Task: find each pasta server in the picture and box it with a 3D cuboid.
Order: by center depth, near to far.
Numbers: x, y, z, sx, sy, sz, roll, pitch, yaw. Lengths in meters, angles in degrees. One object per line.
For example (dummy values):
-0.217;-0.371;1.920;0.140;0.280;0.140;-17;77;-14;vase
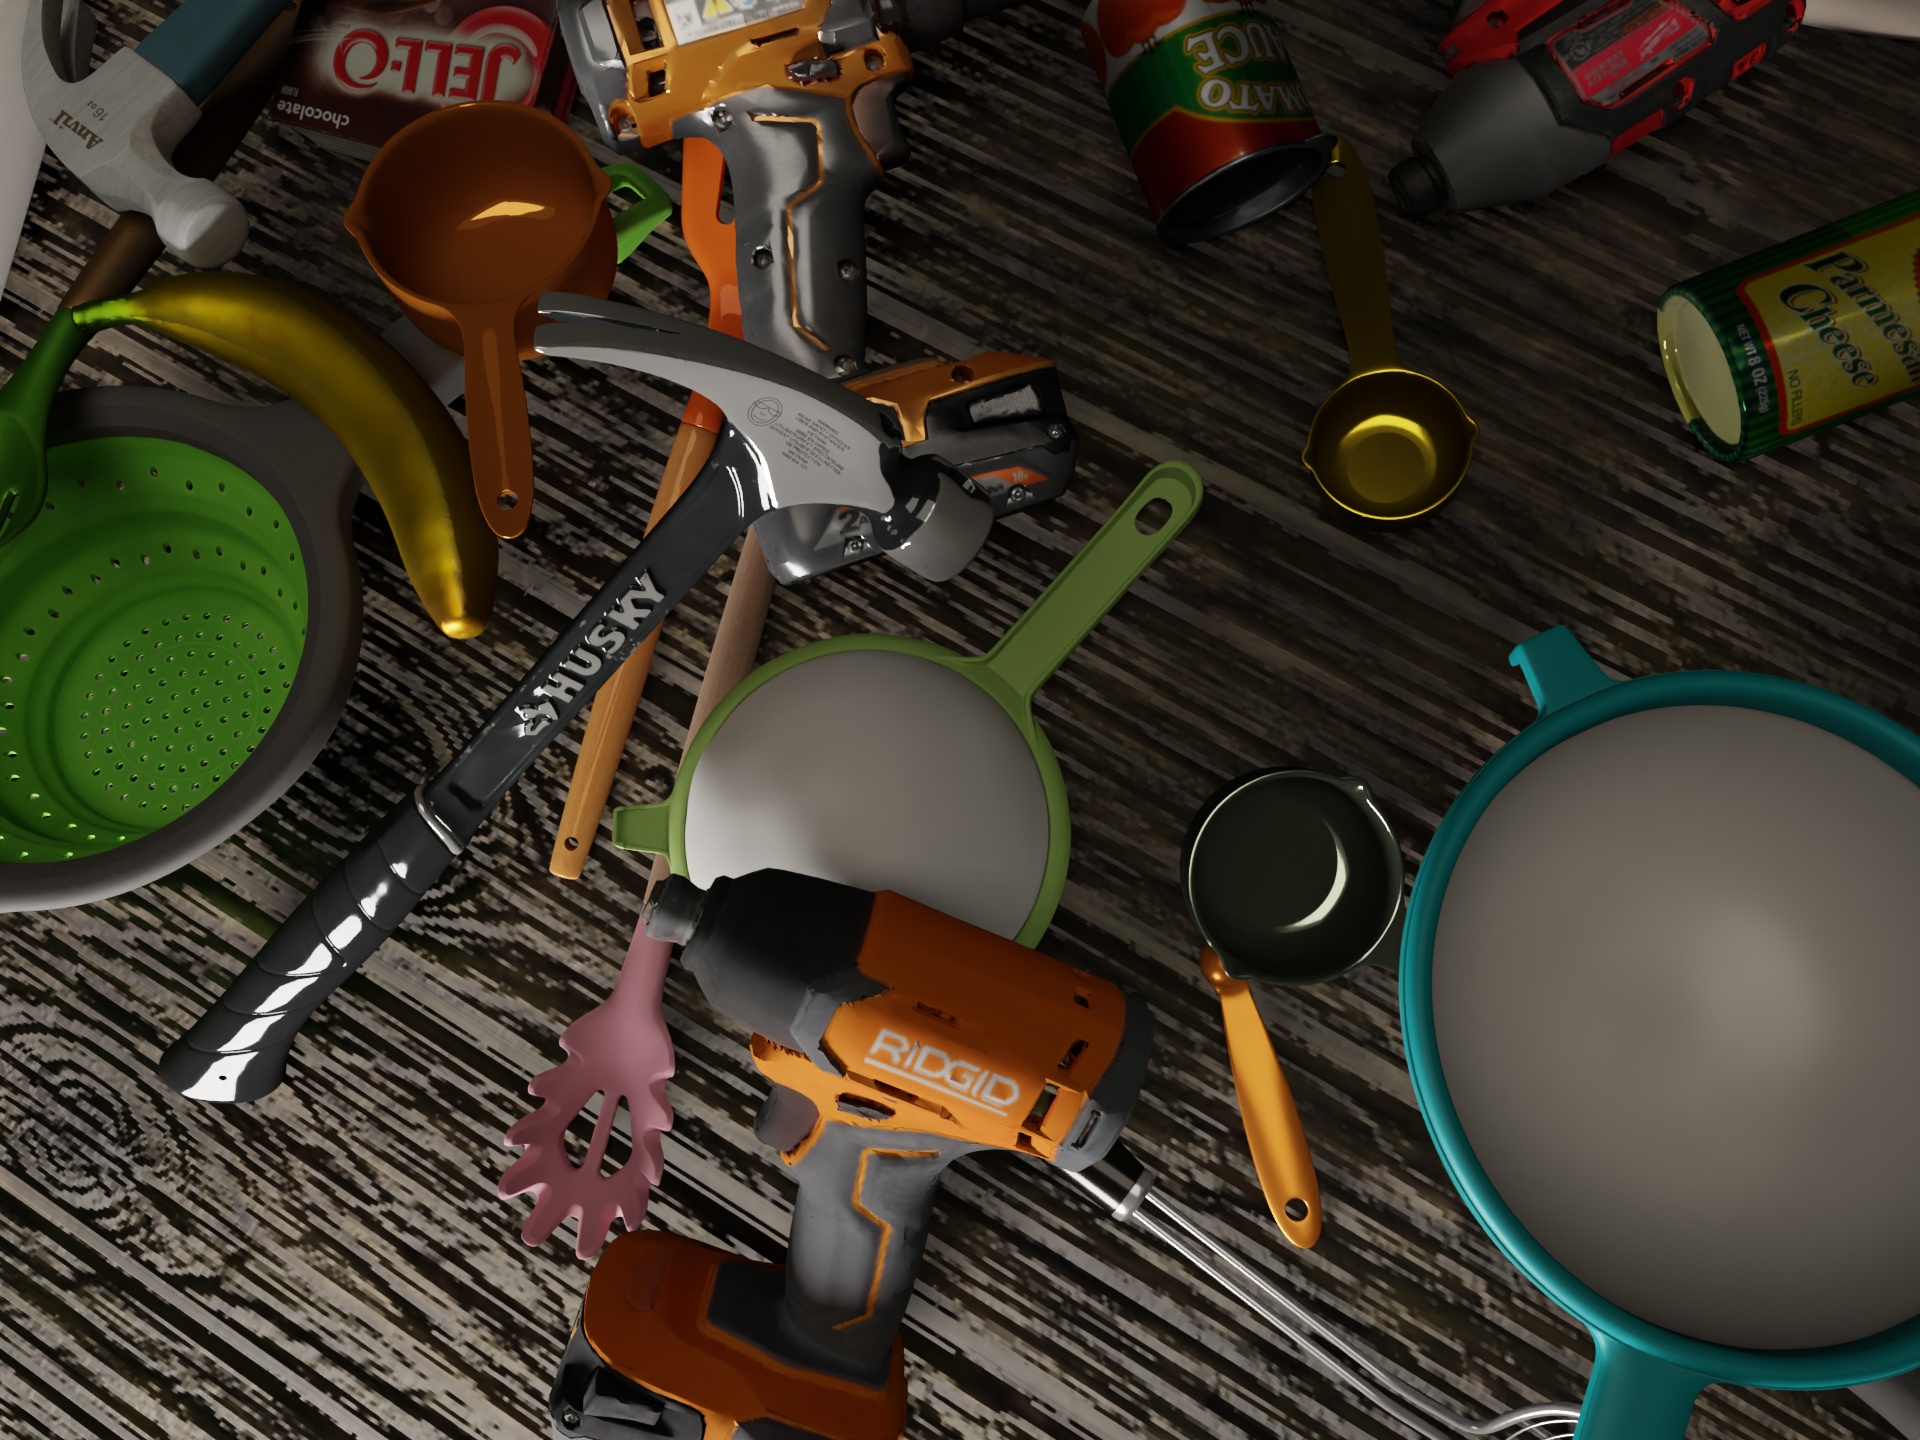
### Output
-0.109;0.047;0.615;0.060;0.040;0.316;16;89;-2;pasta server

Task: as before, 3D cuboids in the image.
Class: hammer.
-0.177;0.022;0.558;0.409;0.149;0.036;-42;36;26;hammer
-0.230;-0.331;0.620;0.128;0.033;0.331;36;80;12;hammer

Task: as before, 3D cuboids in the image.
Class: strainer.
0.211;0.154;0.499;0.211;0.095;0.340;21;77;3;strainer
-0.001;-0.002;0.567;0.151;0.069;0.256;42;87;9;strainer

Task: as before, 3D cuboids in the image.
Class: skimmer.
0.100;0.213;0.540;0.363;0.090;0.127;36;115;12;skimmer

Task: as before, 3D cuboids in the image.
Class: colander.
-0.264;-0.073;0.633;0.397;0.094;0.204;-44;75;-12;colander

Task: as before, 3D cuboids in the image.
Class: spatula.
-0.110;-0.091;0.620;0.081;0.041;0.322;17;92;-6;spatula

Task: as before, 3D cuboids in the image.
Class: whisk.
0.322;0.230;0.524;0.239;0.055;0.055;40;95;13;whisk

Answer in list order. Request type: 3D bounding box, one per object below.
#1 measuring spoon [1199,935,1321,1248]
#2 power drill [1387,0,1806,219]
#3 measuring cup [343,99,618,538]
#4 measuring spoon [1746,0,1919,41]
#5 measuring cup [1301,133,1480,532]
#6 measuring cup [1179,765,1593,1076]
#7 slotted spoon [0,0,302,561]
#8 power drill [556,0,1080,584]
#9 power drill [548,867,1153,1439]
0.111;0.136;0.583;0.021;0.011;0.117;-16;85;9;measuring spoon
0.173;-0.290;0.552;0.143;0.078;0.219;-32;91;11;power drill
-0.164;-0.137;0.576;0.095;0.052;0.174;-9;74;-2;measuring cup
0.338;-0.250;0.555;0.124;0.018;0.034;15;91;12;measuring spoon
0.149;-0.143;0.587;0.062;0.029;0.157;-9;74;10;measuring cup
0.153;0.078;0.572;0.167;0.038;0.083;33;92;-6;measuring cup
-0.323;-0.172;0.610;0.070;0.031;0.314;15;65;11;slotted spoon
-0.023;-0.180;0.567;0.185;0.084;0.226;-18;95;-3;power drill
-0.057;0.155;0.534;0.164;0.084;0.226;24;111;-8;power drill
